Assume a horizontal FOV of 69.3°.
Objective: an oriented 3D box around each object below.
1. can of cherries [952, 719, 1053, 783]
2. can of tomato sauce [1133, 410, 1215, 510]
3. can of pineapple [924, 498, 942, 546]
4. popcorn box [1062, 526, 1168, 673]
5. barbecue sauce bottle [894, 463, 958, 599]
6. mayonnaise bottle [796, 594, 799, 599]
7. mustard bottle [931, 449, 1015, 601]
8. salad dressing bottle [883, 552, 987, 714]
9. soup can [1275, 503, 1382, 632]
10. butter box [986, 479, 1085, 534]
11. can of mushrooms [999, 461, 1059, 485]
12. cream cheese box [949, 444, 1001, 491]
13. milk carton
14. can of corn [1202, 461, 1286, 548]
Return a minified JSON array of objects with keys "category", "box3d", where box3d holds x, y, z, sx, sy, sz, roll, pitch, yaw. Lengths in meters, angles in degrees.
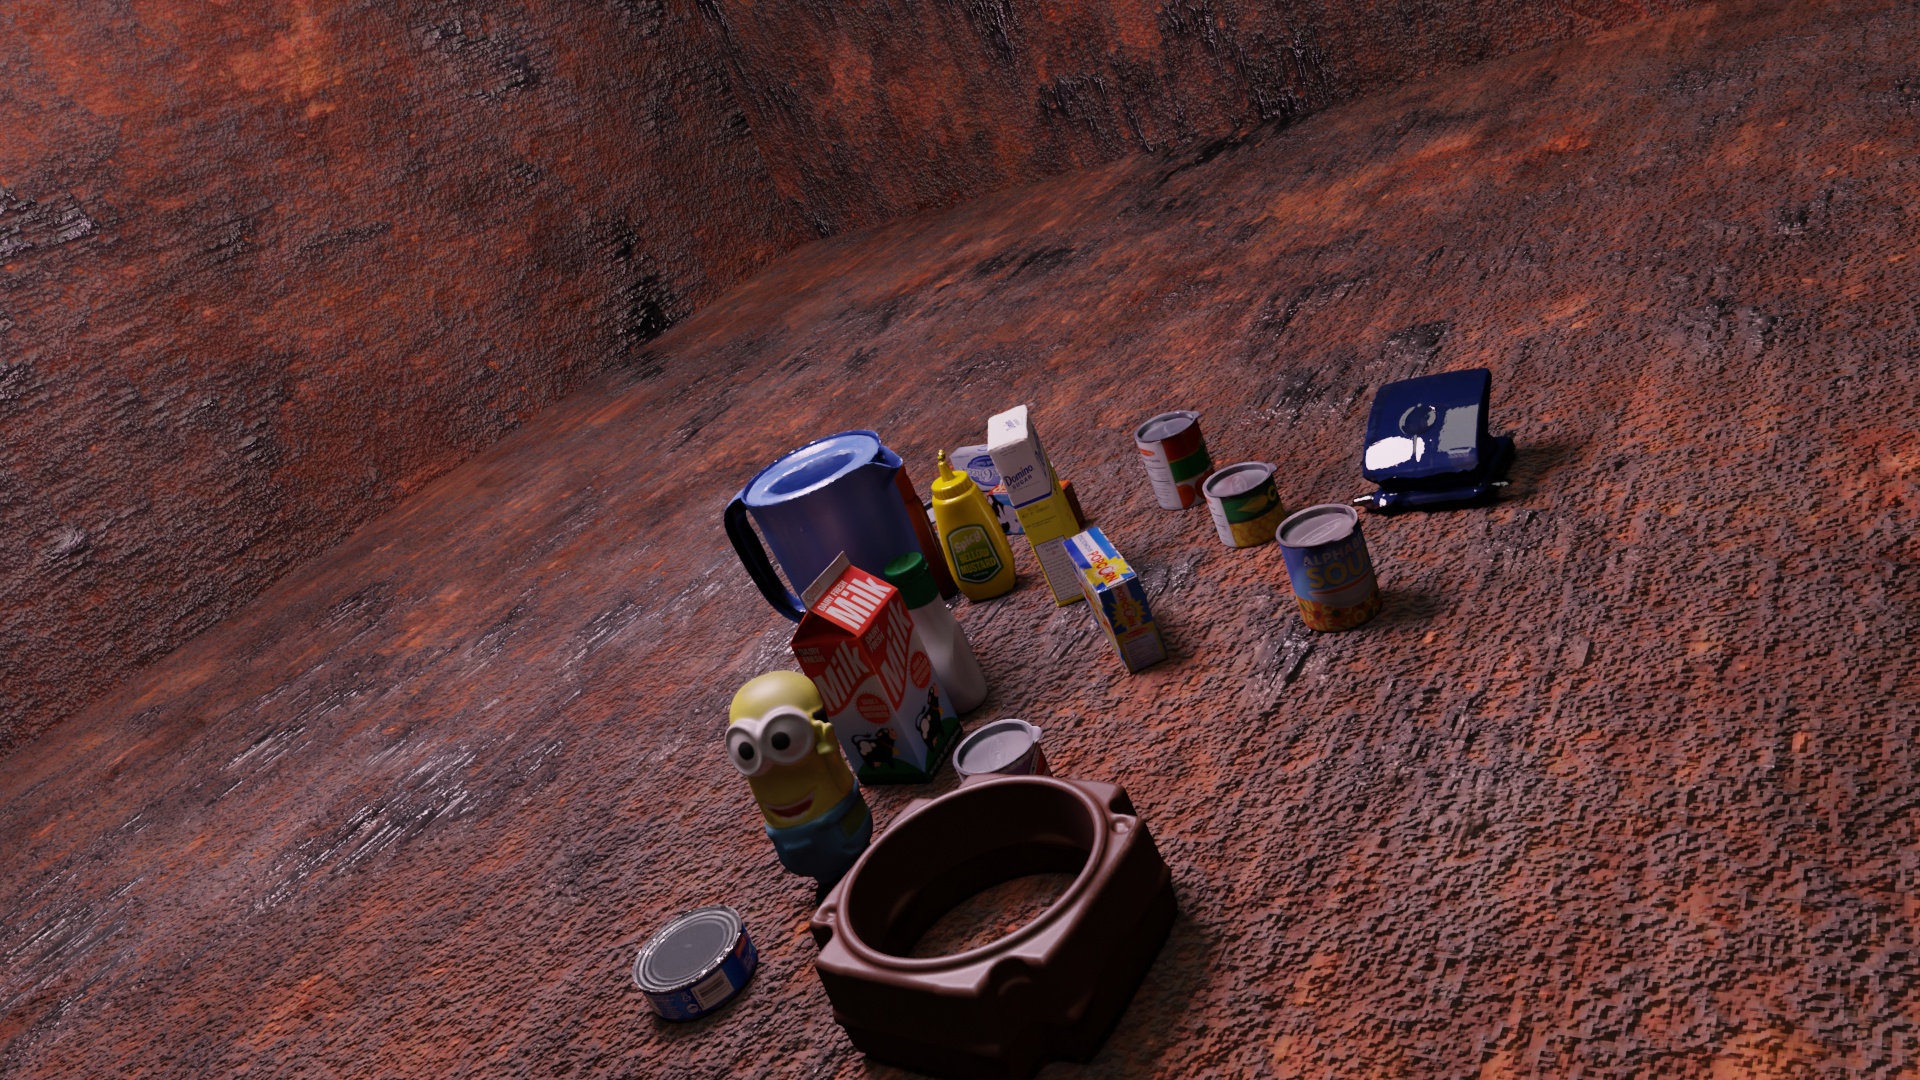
[{"category":"can of cherries","box3d":[0.038,0.178,1.052,0.071,0.058,0.072,-19,22,8]},{"category":"can of tomato sauce","box3d":[0.225,-0.083,1.429,0.071,0.082,0.071,-19,22,8]},{"category":"can of pineapple","box3d":[-0.011,-0.013,1.527,0.071,0.057,0.071,-19,22,8]},{"category":"popcorn box","box3d":[0.134,0.050,1.214,0.038,0.085,0.127,-24,22,-1]},{"category":"barbecue sauce bottle","box3d":[-0.049,-0.010,1.438,0.044,0.148,0.065,-26,22,-7]},{"category":"mayonnaise bottle","box3d":[-0.127,0.060,1.355,0.065,0.147,0.041,-19,22,9]},{"category":"mustard bottle","box3d":[0.005,-0.017,1.388,0.065,0.159,0.049,-18,22,11]},{"category":"salad dressing bottle","box3d":[-0.022,0.081,1.210,0.044,0.147,0.064,-15,23,19]},{"category":"soup can","box3d":[0.299,0.023,1.120,0.071,0.083,0.071,-19,22,8]},{"category":"butter box","box3d":[0.081,-0.035,1.496,0.103,0.053,0.024,-2,30,41]},{"category":"can of mushrooms","box3d":[0.079,-0.061,1.581,0.071,0.033,0.071,-19,23,8]},{"category":"cream cheese box","box3d":[0.042,-0.088,1.650,0.103,0.053,0.024,-4,29,38]},{"category":"milk carton","box3d":[-0.075,0.106,1.147,0.073,0.190,0.073,-9,26,32]},{"category":"can of corn","box3d":[0.271,-0.034,1.309,0.071,0.058,0.071,-19,22,8]}]
